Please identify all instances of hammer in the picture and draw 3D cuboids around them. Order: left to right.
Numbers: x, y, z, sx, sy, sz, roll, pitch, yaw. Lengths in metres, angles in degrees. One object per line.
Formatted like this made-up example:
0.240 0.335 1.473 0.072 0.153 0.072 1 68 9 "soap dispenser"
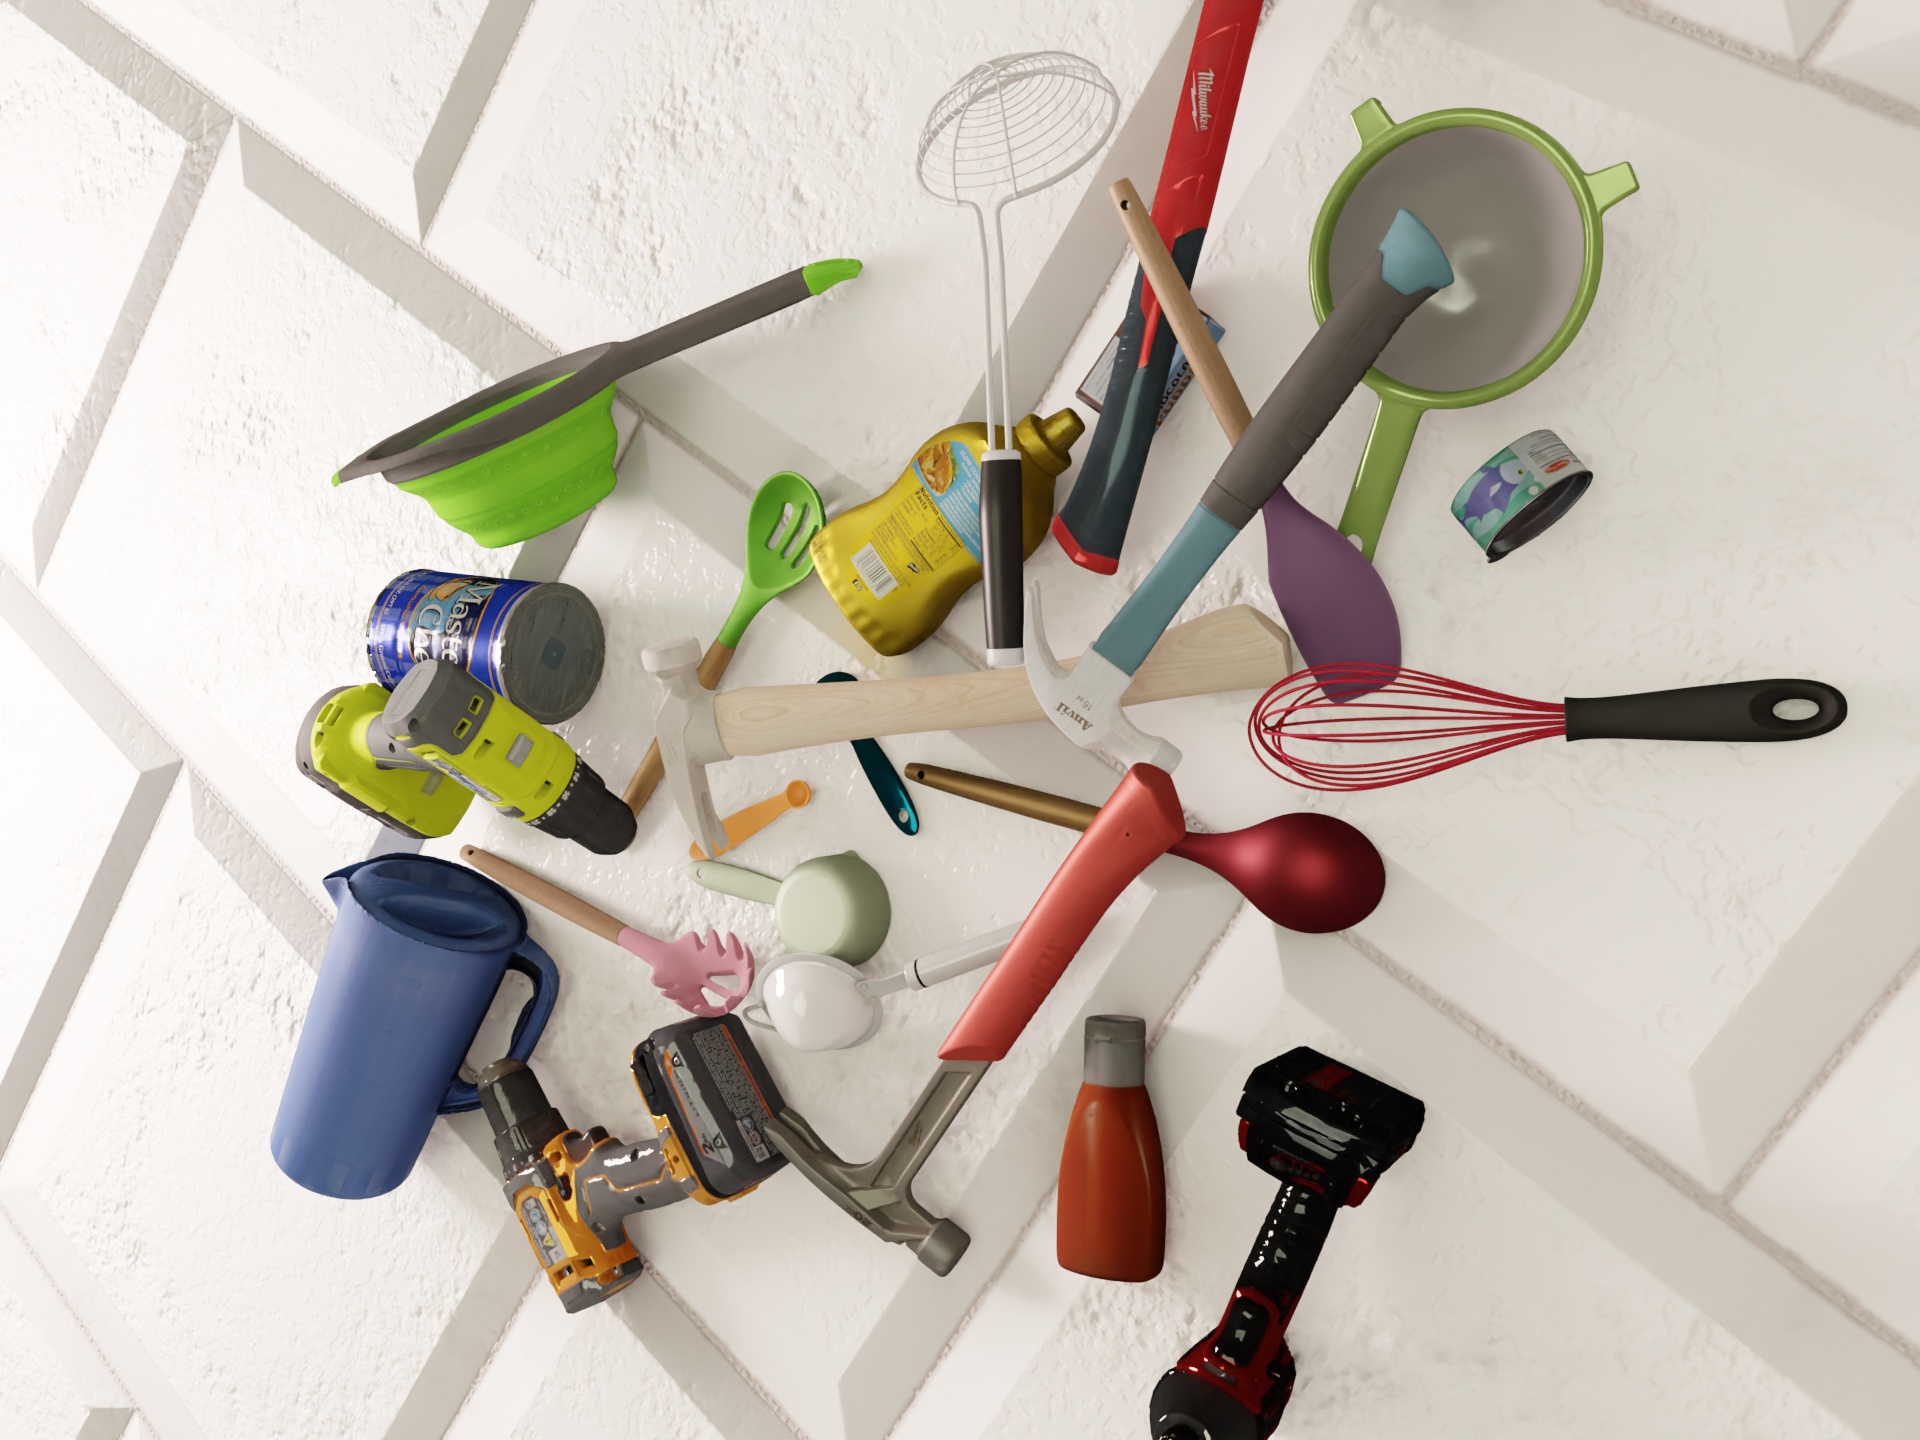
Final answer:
-0.002 -0.003 0.982 0.410 0.038 0.146 -7 103 21 "hammer"
0.016 0.168 0.949 0.149 0.036 0.359 36 114 13 "hammer"
0.136 -0.271 0.910 0.143 0.038 0.386 15 92 27 "hammer"
0.150 -0.121 0.860 0.128 0.033 0.331 36 110 1 "hammer"

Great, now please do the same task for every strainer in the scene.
-0.035 0.164 1.009 0.258 0.050 0.086 -23 117 19 "strainer"
0.256 -0.197 0.867 0.151 0.069 0.256 26 117 25 "strainer"

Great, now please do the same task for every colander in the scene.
-0.238 -0.212 1.117 0.397 0.205 0.094 -19 113 12 "colander"

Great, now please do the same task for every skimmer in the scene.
0.035 -0.215 0.942 0.127 0.090 0.363 0 94 26 "skimmer"

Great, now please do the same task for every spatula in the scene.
0.161 -0.156 0.883 0.060 0.018 0.316 -26 95 26 "spatula"

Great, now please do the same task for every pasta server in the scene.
-0.261 0.140 1.137 0.316 0.040 0.060 20 61 34 "pasta server"

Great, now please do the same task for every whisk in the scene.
0.296 0.000 0.832 0.296 0.073 0.073 -3 86 23 "whisk"

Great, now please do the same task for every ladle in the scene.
0.097 0.063 0.957 0.315 0.031 0.069 13 97 31 "ladle"

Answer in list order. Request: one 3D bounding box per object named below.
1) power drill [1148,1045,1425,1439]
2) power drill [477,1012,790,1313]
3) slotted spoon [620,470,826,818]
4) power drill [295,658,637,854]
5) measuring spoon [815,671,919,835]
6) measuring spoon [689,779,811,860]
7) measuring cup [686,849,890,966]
0.163 0.293 0.843 0.079 0.143 0.219 23 96 26 "power drill"
-0.236 0.283 1.100 0.226 0.084 0.185 -38 74 27 "power drill"
-0.178 -0.035 1.115 0.070 0.031 0.313 41 109 25 "slotted spoon"
-0.351 0.036 1.128 0.228 0.190 0.080 -3 55 45 "power drill"
-0.065 0.022 1.050 0.042 0.021 0.129 -40 69 22 "measuring spoon"
-0.145 0.071 1.102 0.117 0.011 0.021 -29 77 29 "measuring spoon"
-0.127 0.119 1.070 0.168 0.038 0.083 11 93 27 "measuring cup"
